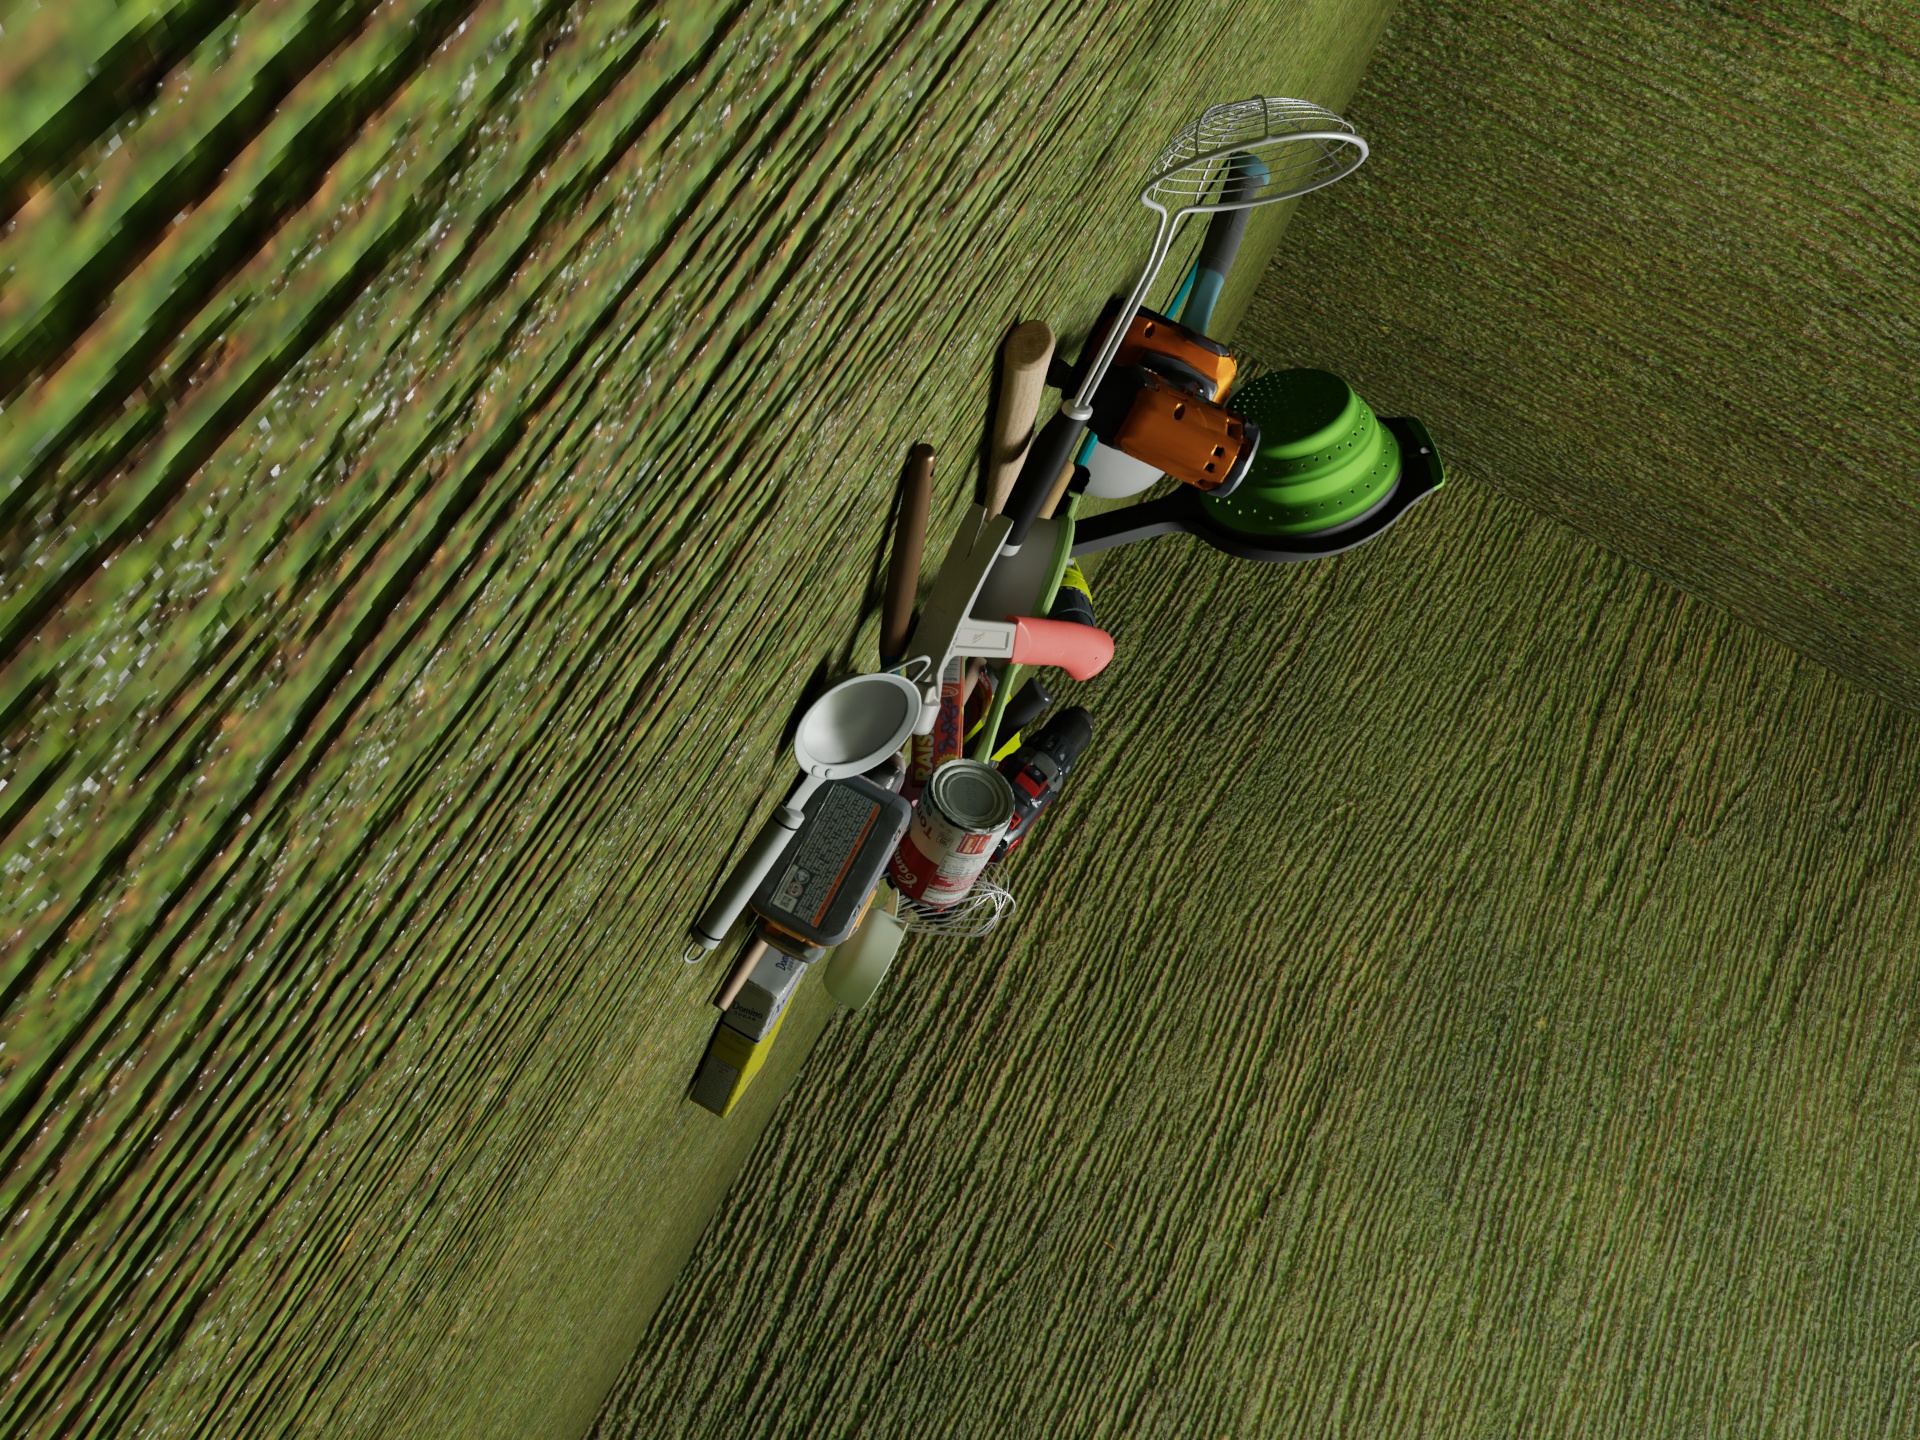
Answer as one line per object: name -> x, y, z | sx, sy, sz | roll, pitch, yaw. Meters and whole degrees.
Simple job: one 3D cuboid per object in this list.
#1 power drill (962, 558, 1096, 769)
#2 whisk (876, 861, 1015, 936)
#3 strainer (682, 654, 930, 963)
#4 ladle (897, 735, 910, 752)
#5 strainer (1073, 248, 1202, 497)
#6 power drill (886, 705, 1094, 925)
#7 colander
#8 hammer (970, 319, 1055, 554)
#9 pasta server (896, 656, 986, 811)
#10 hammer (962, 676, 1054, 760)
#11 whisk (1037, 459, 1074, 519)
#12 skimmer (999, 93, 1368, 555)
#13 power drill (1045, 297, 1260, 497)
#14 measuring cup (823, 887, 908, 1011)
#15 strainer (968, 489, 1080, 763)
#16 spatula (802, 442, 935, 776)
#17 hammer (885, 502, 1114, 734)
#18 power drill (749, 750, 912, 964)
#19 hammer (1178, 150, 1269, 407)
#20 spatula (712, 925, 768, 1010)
power drill -> 0.058, -0.055, 1.565 | 0.228, 0.080, 0.191 | -61, -152, 30
whisk -> -0.065, 0.180, 1.445 | 0.284, 0.070, 0.070 | -18, -153, 39
strainer -> -0.105, 0.051, 0.991 | 0.086, 0.050, 0.258 | 20, 109, -47
ladle -> -0.045, 0.021, 1.425 | 0.320, 0.062, 0.078 | -63, 160, -2
strainer -> 0.239, -0.385, 1.798 | 0.340, 0.095, 0.211 | -61, 176, 20
power drill -> 0.032, 0.086, 1.510 | 0.188, 0.080, 0.226 | -48, 180, -35
colander -> 0.208, -0.216, 1.377 | 0.205, 0.397, 0.094 | -93, 165, -47
hammer -> 0.035, -0.188, 1.102 | 0.130, 0.031, 0.331 | -59, 176, -13
pasta server -> -0.002, -0.004, 1.407 | 0.060, 0.040, 0.316 | -62, -179, 39
hammer -> -0.029, 0.073, 1.521 | 0.334, 0.035, 0.146 | -44, -178, 29
whisk -> 0.054, -0.164, 1.513 | 0.047, 0.051, 0.245 | -30, -153, 53
skimmer -> 0.114, -0.223, 0.983 | 0.127, 0.090, 0.363 | -10, 143, -39
power drill -> 0.145, -0.262, 1.251 | 0.227, 0.164, 0.084 | -80, -164, -63
measuring cup -> -0.073, 0.163, 1.244 | 0.083, 0.038, 0.168 | -59, -173, 18
strainer -> 0.022, -0.071, 1.298 | 0.151, 0.069, 0.257 | 123, -12, -55
spatula -> -0.051, -0.064, 0.986 | 0.082, 0.044, 0.317 | -57, 170, -33
hammer -> 0.051, -0.067, 1.153 | 0.149, 0.037, 0.359 | -67, 161, 10
power drill -> -0.090, 0.089, 1.195 | 0.185, 0.084, 0.226 | -62, 180, -12
hammer -> 0.242, -0.430, 1.516 | 0.033, 0.128, 0.331 | 116, -4, -58
spatula -> -0.119, 0.102, 1.328 | 0.316, 0.018, 0.059 | -60, -176, -20
